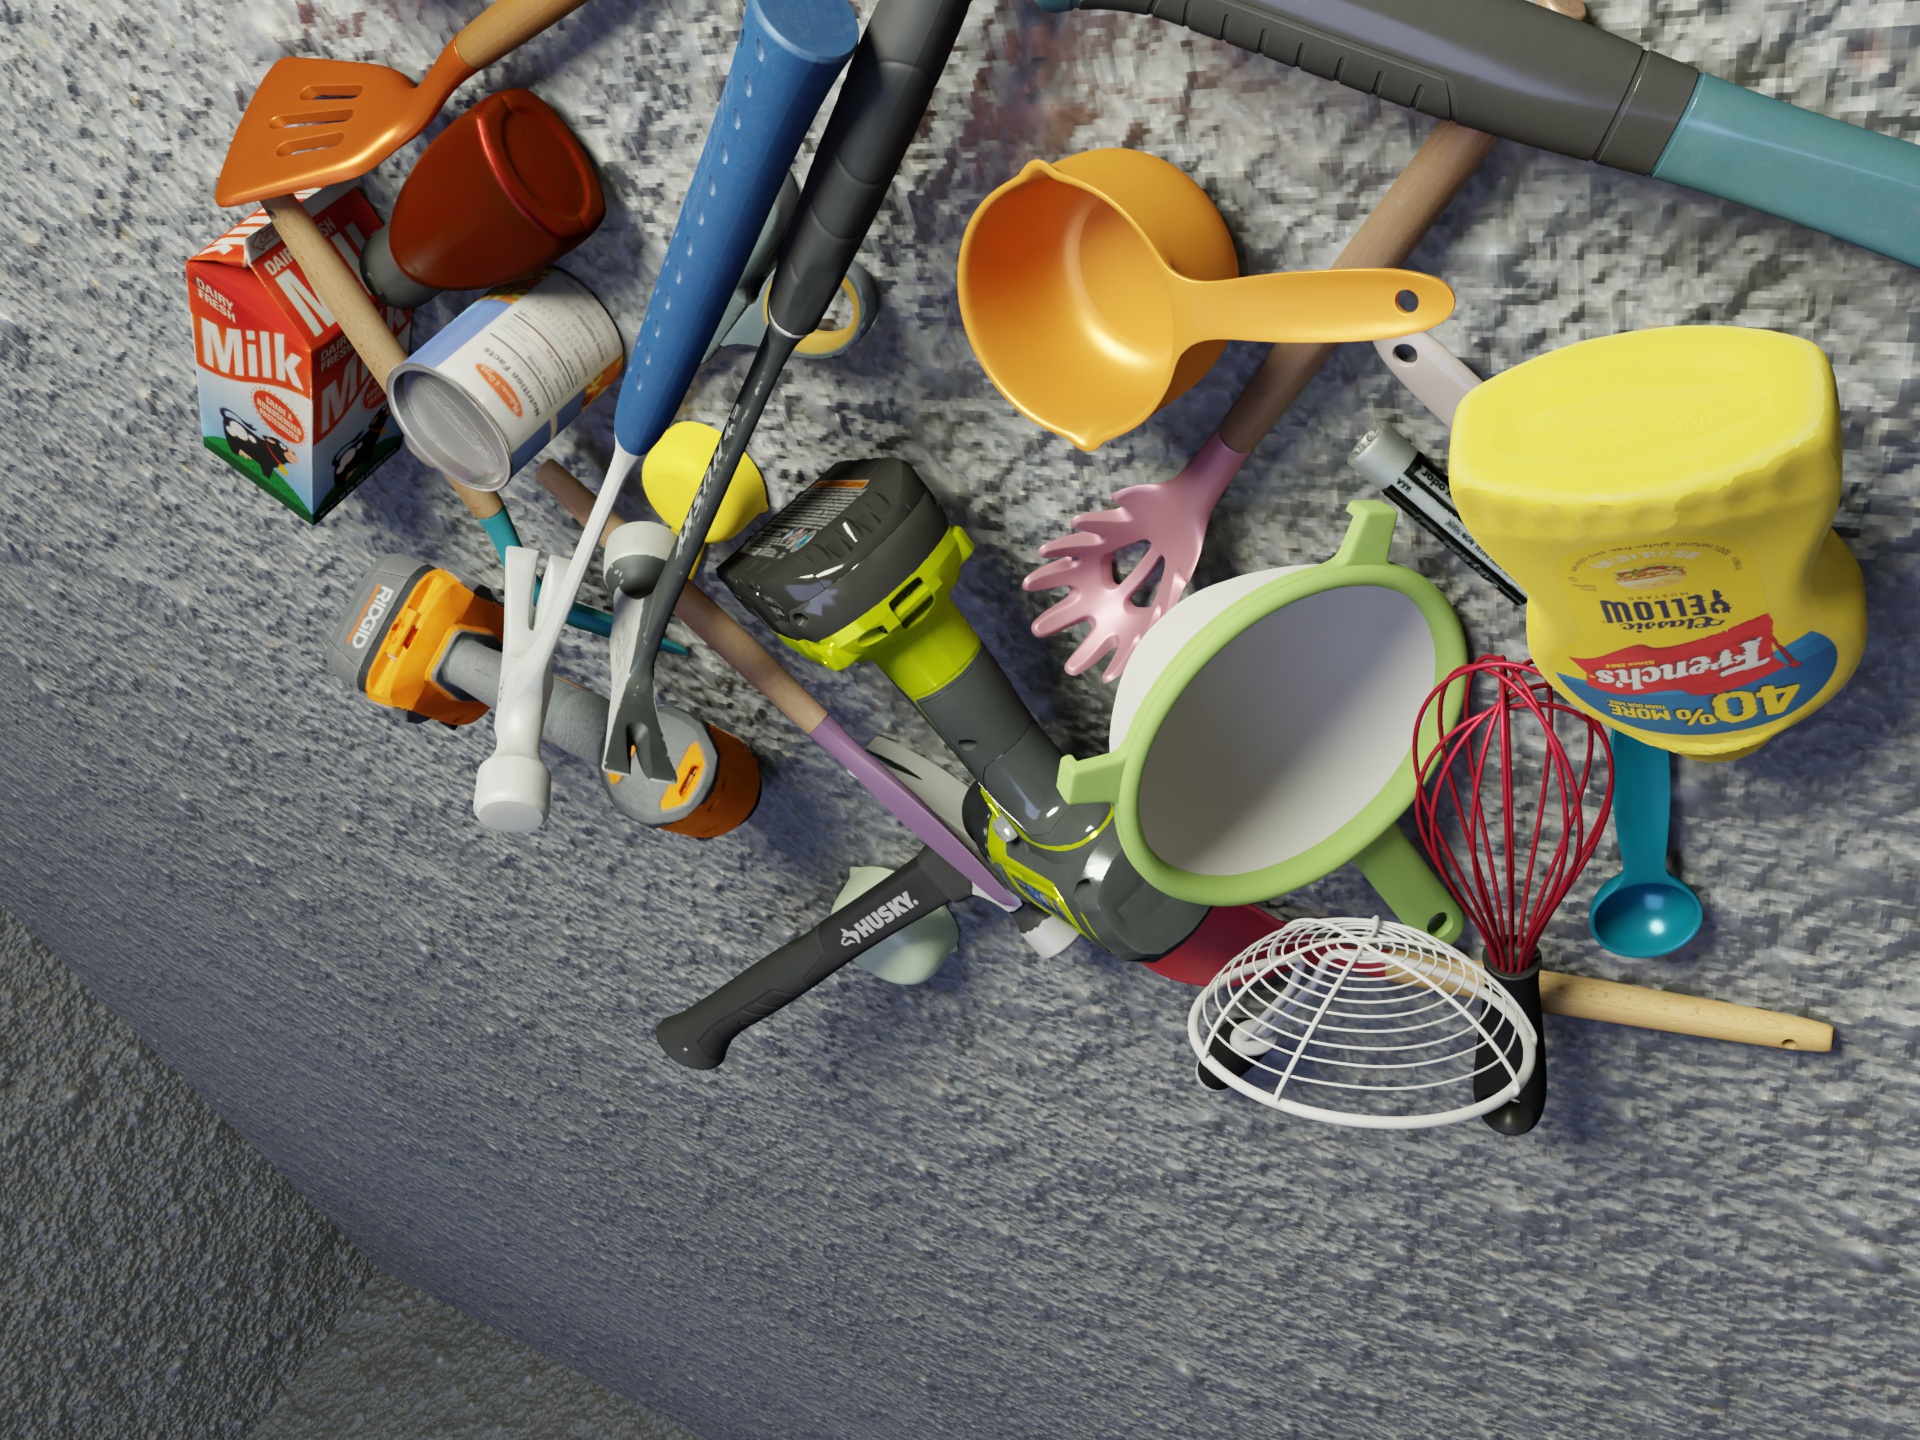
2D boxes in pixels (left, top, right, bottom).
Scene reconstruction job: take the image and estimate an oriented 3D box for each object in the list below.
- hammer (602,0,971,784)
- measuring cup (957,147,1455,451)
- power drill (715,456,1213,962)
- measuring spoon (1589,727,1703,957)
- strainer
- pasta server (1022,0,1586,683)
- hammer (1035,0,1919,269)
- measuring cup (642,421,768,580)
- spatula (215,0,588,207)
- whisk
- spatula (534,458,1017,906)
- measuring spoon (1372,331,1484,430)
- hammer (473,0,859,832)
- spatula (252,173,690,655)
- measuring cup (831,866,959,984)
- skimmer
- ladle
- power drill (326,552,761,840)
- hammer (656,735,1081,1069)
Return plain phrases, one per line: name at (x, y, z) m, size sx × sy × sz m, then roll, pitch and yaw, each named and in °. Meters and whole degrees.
hammer at (-0.067, -0.134, 0.572) m, size 0.036 × 0.149 × 0.408 m, roll 12°, pitch 139°, yaw -22°
measuring cup at (0.080, -0.136, 0.498) m, size 0.174 × 0.052 × 0.095 m, roll 11°, pitch 126°, yaw 39°
power drill at (-0.001, -0.002, 0.701) m, size 0.228 × 0.080 × 0.191 m, roll 50°, pitch 170°, yaw -19°
measuring spoon at (0.261, 0.038, 0.613) m, size 0.042 × 0.021 × 0.128 m, roll -8°, pitch 123°, yaw 15°
strainer at (0.141, 0.019, 0.644) m, size 0.256 × 0.151 × 0.069 m, roll 43°, pitch -173°, yaw -43°
pasta server at (0.103, -0.111, 0.542) m, size 0.060 × 0.040 × 0.316 m, roll 50°, pitch 146°, yaw 11°
hammer at (0.168, -0.156, 0.407) m, size 0.331 × 0.033 × 0.128 m, roll 22°, pitch 143°, yaw 7°
measuring cup at (-0.140, -0.087, 0.783) m, size 0.062 × 0.029 × 0.156 m, roll 36°, pitch 145°, yaw -2°
spatula at (-0.174, -0.261, 0.583) m, size 0.323 × 0.081 × 0.041 m, roll -9°, pitch 151°, yaw 40°
whisk at (0.222, 0.083, 0.642) m, size 0.073 × 0.073 × 0.295 m, roll 13°, pitch 140°, yaw 29°
spatula at (-0.088, -0.016, 0.782) m, size 0.316 × 0.018 × 0.060 m, roll 43°, pitch 168°, yaw -3°
measuring spoon at (0.178, -0.086, 0.524) m, size 0.124 × 0.018 × 0.034 m, roll 41°, pitch 146°, yaw -9°
hammer at (-0.131, -0.111, 0.622) m, size 0.035 × 0.144 × 0.405 m, roll 11°, pitch 144°, yaw -23°
spatula at (-0.238, -0.130, 0.777) m, size 0.082 × 0.044 × 0.317 m, roll 13°, pitch 145°, yaw 34°
measuring cup at (-0.024, 0.111, 0.919) m, size 0.083 × 0.038 × 0.167 m, roll 39°, pitch 148°, yaw -7°
skimmer at (0.148, 0.162, 0.724) m, size 0.127 × 0.090 × 0.363 m, roll -3°, pitch 159°, yaw -2°
ladle at (0.222, 0.116, 0.730) m, size 0.315 × 0.031 × 0.069 m, roll 5°, pitch 134°, yaw 34°
power drill at (-0.216, -0.002, 0.888) m, size 0.226 × 0.084 × 0.164 m, roll 26°, pitch 175°, yaw 11°
hammer at (-0.085, 0.131, 0.927) m, size 0.146 × 0.035 × 0.334 m, roll 48°, pitch 131°, yaw -7°
